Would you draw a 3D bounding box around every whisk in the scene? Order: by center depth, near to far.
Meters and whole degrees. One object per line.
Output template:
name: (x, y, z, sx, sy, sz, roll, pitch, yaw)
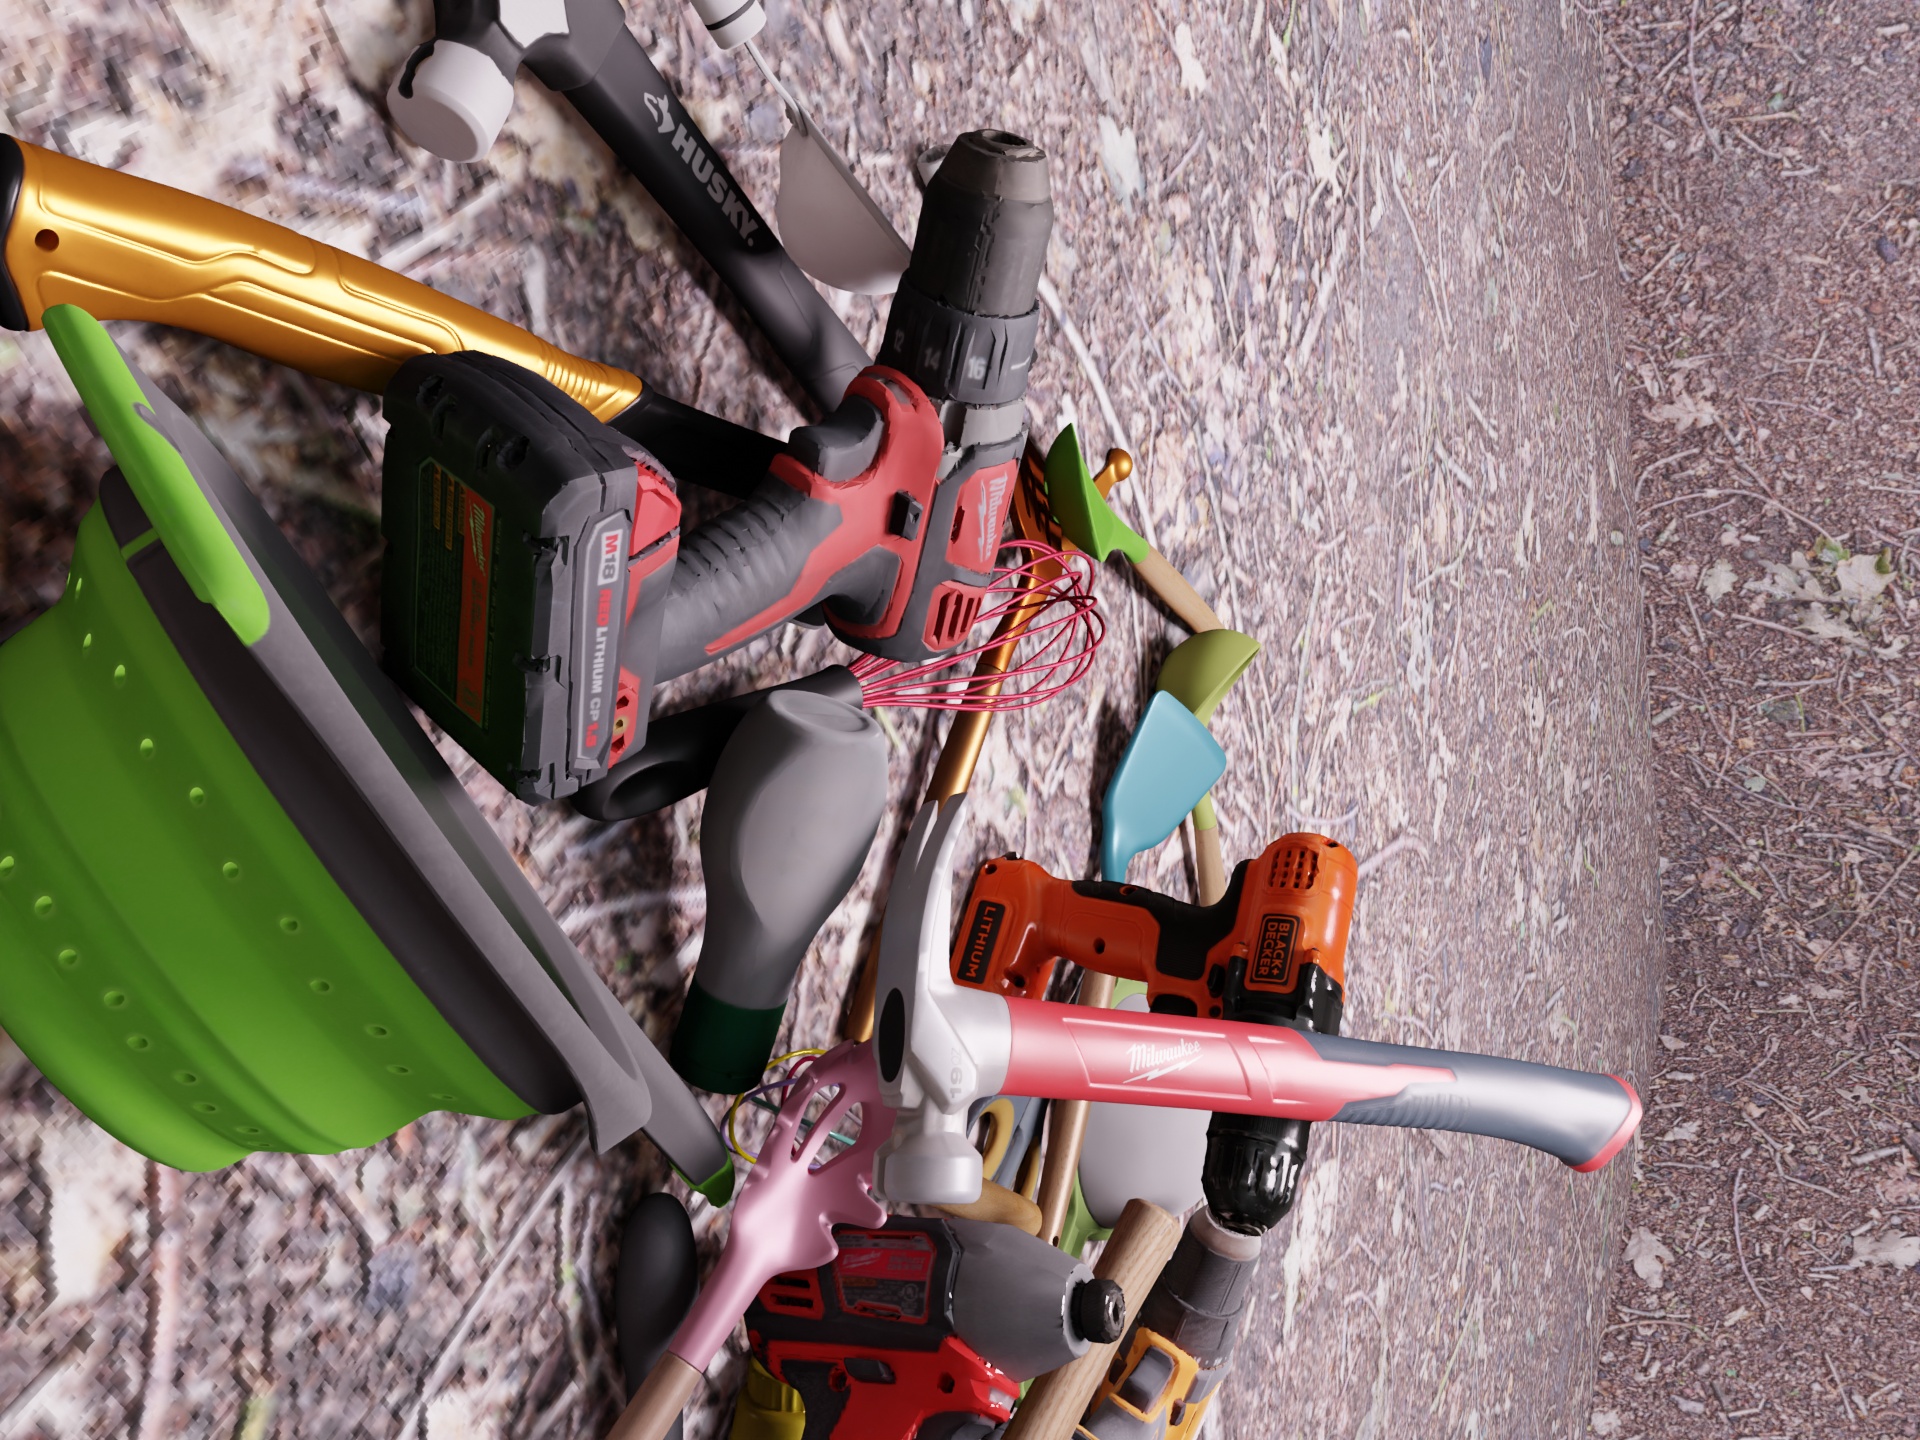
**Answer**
whisk: (-0.109, 0.313, 0.562, 0.070, 0.070, 0.285, 12, 77, -59)
whisk: (-0.034, -0.016, 0.641, 0.296, 0.073, 0.073, -24, 113, -45)
whisk: (-0.022, 0.193, 0.696, 0.244, 0.051, 0.047, 43, 54, -50)

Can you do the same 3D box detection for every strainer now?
strainer: (-0.072, -0.225, 0.530, 0.258, 0.050, 0.087, 54, 4, -38)
strainer: (0.096, 0.264, 0.883, 0.256, 0.069, 0.151, -61, 140, -39)

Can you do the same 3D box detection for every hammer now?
hammer: (-0.126, -0.109, 0.491, 0.336, 0.034, 0.127, 9, 113, -55)
hammer: (-0.069, -0.169, 0.613, 0.334, 0.035, 0.146, 47, 53, -50)
hammer: (0.141, 0.129, 0.650, 0.386, 0.038, 0.143, 12, 73, -30)
hammer: (0.004, 0.350, 0.664, 0.331, 0.031, 0.129, -56, 152, -23)

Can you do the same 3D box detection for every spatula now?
spatula: (-0.001, -0.002, 0.753, 0.080, 0.041, 0.323, 47, 57, -51)
spatula: (0.083, 0.136, 0.855, 0.082, 0.044, 0.318, 42, 51, -39)

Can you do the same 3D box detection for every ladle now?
ladle: (0.169, 0.091, 1.010, 0.078, 0.062, 0.320, -38, 127, -46)

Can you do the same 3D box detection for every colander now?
colander: (-0.152, 0.080, 0.433, 0.094, 0.205, 0.396, -34, 146, -13)

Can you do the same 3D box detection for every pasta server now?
pasta server: (-0.105, 0.240, 0.529, 0.060, 0.040, 0.316, 44, 63, -18)

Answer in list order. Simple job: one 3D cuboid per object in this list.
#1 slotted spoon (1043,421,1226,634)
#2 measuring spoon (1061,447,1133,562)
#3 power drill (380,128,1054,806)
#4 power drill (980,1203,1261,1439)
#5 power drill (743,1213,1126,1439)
slotted spoon: (0.109, -0.086, 0.909, 0.313, 0.031, 0.070, 30, 46, -61)
measuring spoon: (0.072, -0.115, 0.874, 0.117, 0.011, 0.021, -57, 137, -41)
power drill: (-0.059, -0.085, 0.500, 0.226, 0.080, 0.187, -24, 139, -43)
power drill: (0.081, 0.358, 0.813, 0.226, 0.084, 0.185, -14, 127, -59)
power drill: (-0.022, 0.278, 0.537, 0.078, 0.143, 0.220, 53, 39, -46)
